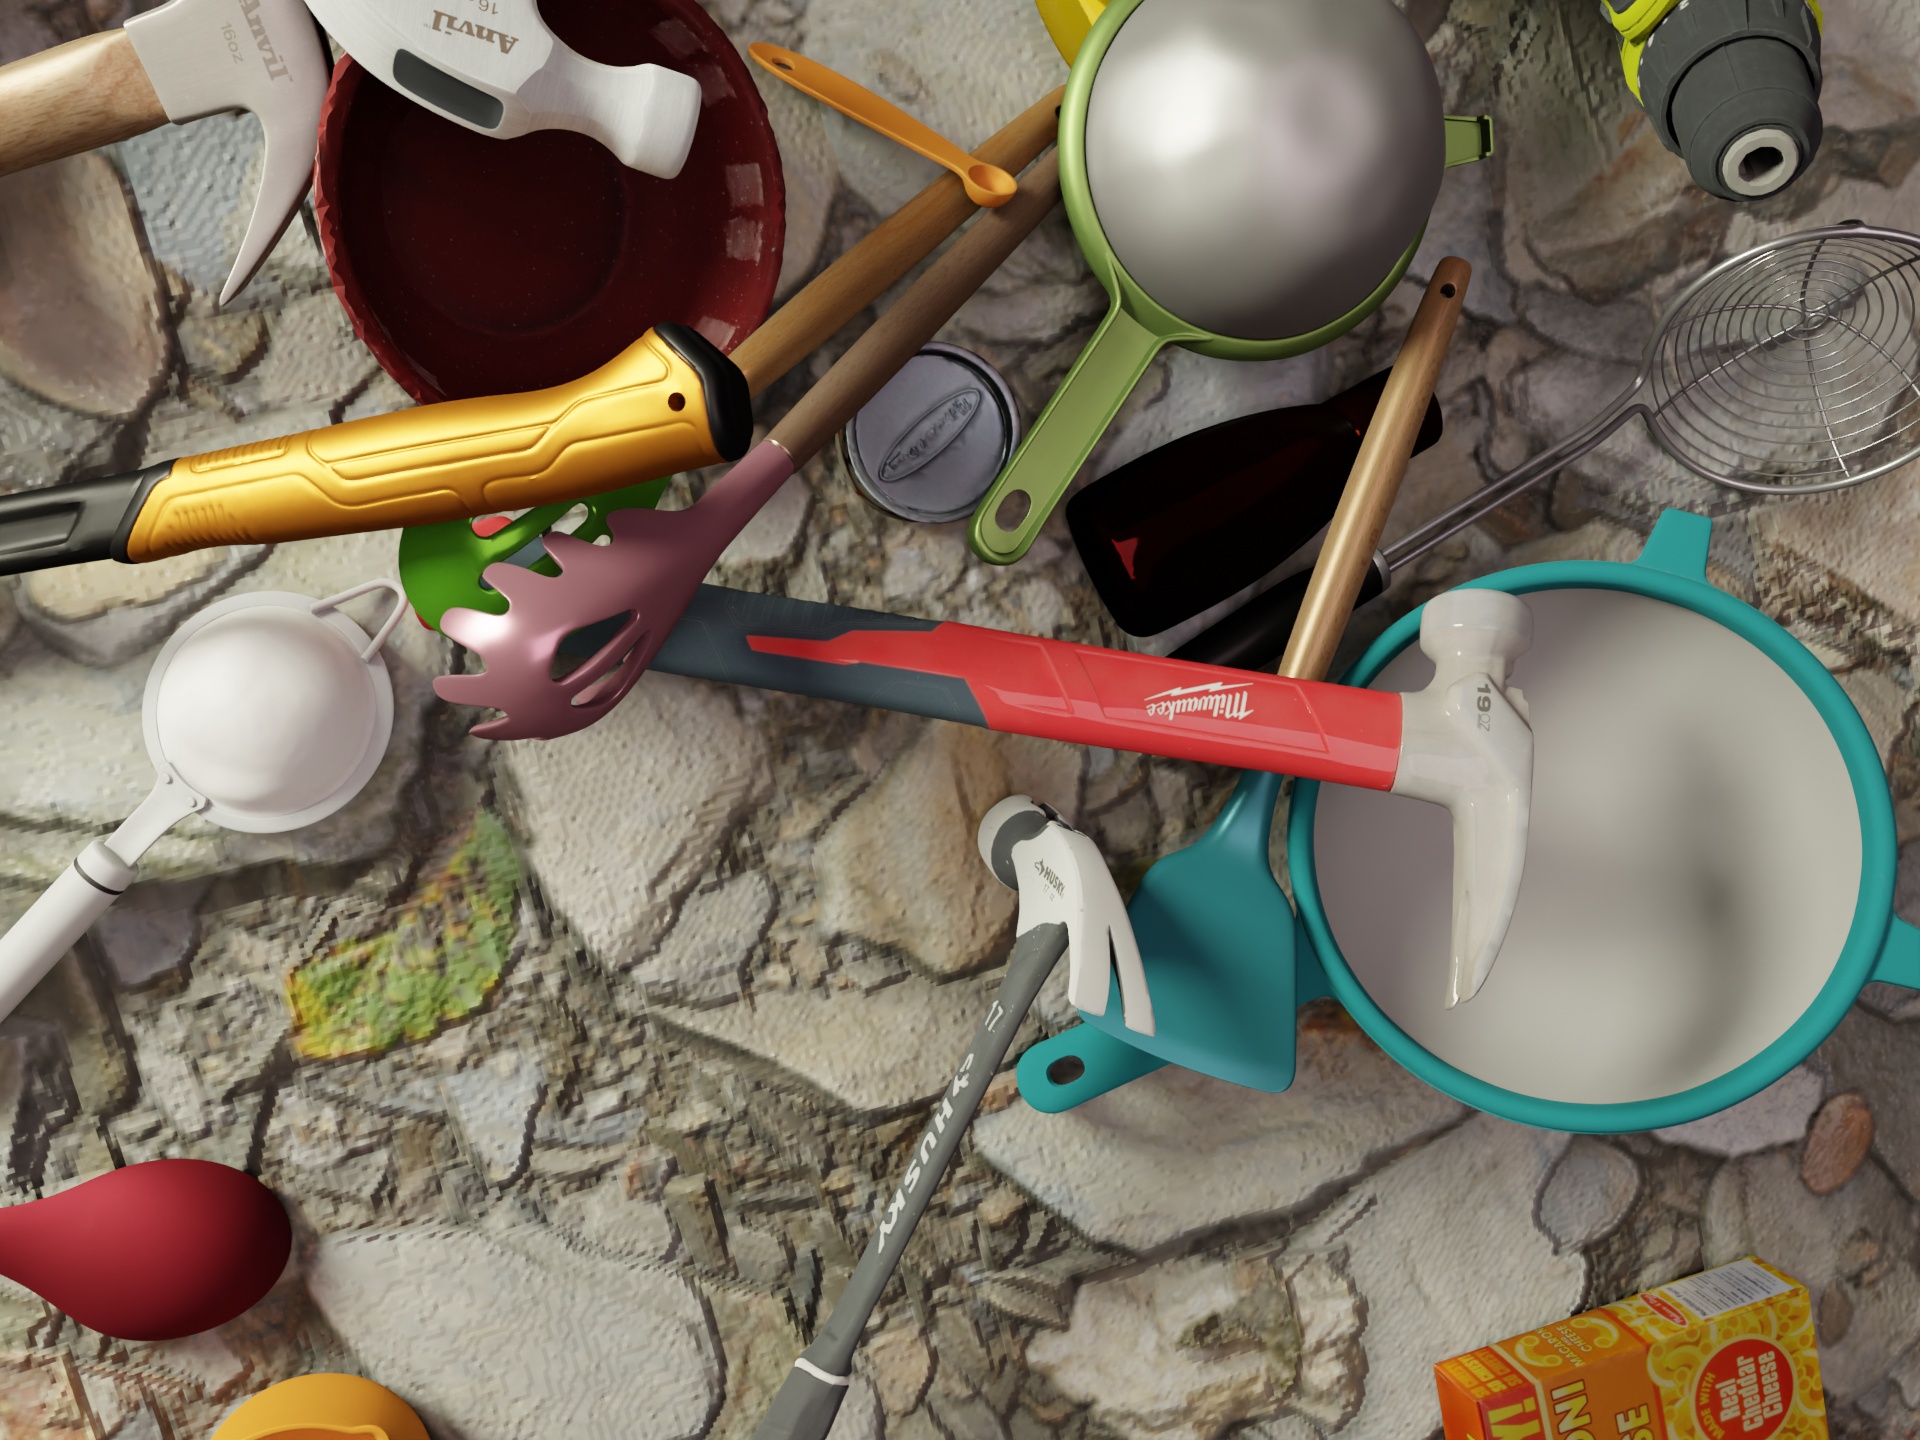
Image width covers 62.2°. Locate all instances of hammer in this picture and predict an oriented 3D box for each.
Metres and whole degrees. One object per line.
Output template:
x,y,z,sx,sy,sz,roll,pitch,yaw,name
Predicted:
-0.041,0.229,0.589,0.036,0.149,0.409,24,97,-17,hammer
-0.001,-0.002,0.549,0.386,0.038,0.143,9,72,3,hammer
-0.130,-0.328,0.489,0.128,0.033,0.331,11,71,-24,hammer
-0.225,-0.060,0.489,0.337,0.034,0.127,-9,92,10,hammer
-0.348,-0.154,0.471,0.331,0.031,0.130,-19,116,-2,hammer

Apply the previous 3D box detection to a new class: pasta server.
-0.050,-0.109,0.543,0.316,0.040,0.060,-50,138,-23,pasta server

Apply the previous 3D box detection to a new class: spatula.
0.133,-0.025,0.590,0.082,0.044,0.317,20,89,4,spatula

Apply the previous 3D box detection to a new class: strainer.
0.085,-0.162,0.560,0.151,0.069,0.256,35,88,-16,strainer
0.183,0.077,0.639,0.340,0.095,0.211,-27,79,12,strainer
-0.289,0.045,0.549,0.087,0.050,0.258,42,89,2,strainer

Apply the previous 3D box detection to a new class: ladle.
-0.397,0.167,0.544,0.315,0.031,0.069,12,93,-12,ladle

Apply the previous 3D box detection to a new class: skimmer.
0.231,-0.078,0.628,0.363,0.090,0.127,-31,131,-6,skimmer

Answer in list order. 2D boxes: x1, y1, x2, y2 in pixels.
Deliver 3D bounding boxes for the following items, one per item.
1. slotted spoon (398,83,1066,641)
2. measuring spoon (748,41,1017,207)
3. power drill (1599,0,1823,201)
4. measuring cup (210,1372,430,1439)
-0.062,-0.135,0.556,0.314,0.031,0.070,-45,119,-19,slotted spoon
-0.030,-0.214,0.574,0.117,0.011,0.021,33,45,12,measuring spoon
0.207,-0.284,0.563,0.228,0.080,0.191,26,47,-13,power drill
-0.202,0.307,0.589,0.173,0.052,0.095,35,87,-16,measuring cup
